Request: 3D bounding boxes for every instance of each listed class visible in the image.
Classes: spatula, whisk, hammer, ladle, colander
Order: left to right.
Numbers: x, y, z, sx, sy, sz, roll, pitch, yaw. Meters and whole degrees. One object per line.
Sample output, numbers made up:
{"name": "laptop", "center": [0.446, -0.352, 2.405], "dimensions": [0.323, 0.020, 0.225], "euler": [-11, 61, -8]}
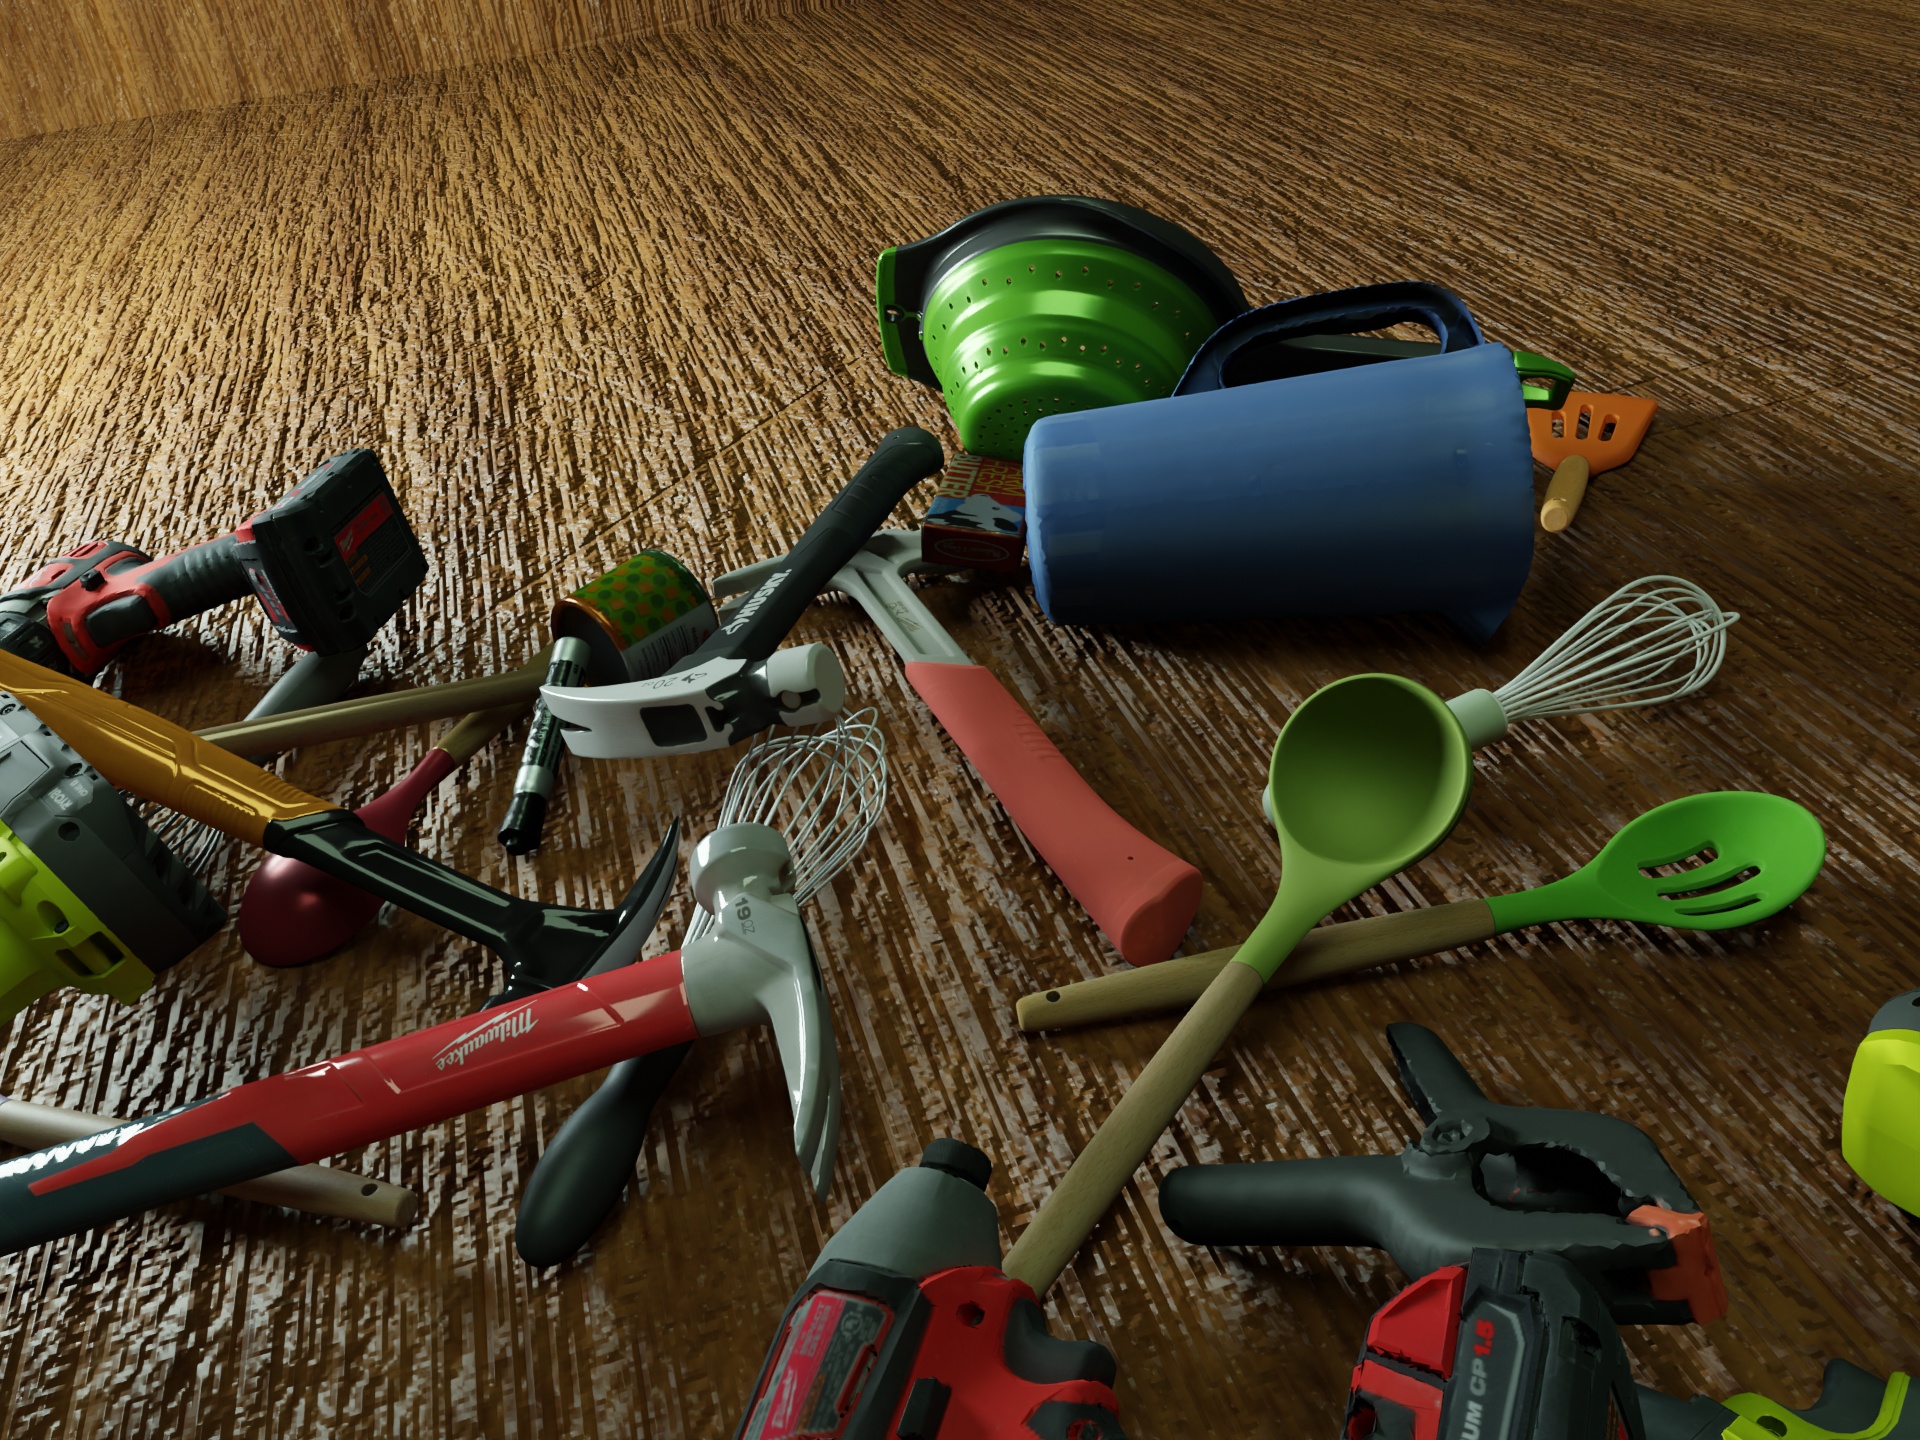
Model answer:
{"name": "spatula", "center": [-0.337, 0.155, 0.592], "dimensions": [0.316, 0.018, 0.060], "euler": [5, 37, 19]}
{"name": "whisk", "center": [-0.353, 0.016, 0.774], "dimensions": [0.055, 0.055, 0.239], "euler": [1, 31, 12]}
{"name": "hammer", "center": [-0.231, 0.148, 0.529], "dimensions": [0.386, 0.038, 0.143], "euler": [-17, 44, -3]}
{"name": "hammer", "center": [-0.286, 0.033, 0.668], "dimensions": [0.337, 0.034, 0.127], "euler": [22, 42, 11]}
{"name": "ladle", "center": [-0.239, 0.007, 0.786], "dimensions": [0.069, 0.031, 0.315], "euler": [10, 36, 19]}
{"name": "whisk", "center": [-0.096, 0.086, 0.619], "dimensions": [0.070, 0.070, 0.285], "euler": [7, 41, 19]}
{"name": "hammer", "center": [-0.079, -0.077, 0.793], "dimensions": [0.146, 0.035, 0.335], "euler": [-10, 25, 23]}
{"name": "hammer", "center": [-0.001, -0.002, 0.748], "dimensions": [0.149, 0.036, 0.359], "euler": [-17, 35, -15]}
{"name": "ladle", "center": [0.082, 0.098, 0.543], "dimensions": [0.078, 0.062, 0.320], "euler": [18, 50, 36]}
{"name": "colander", "center": [0.141, -0.181, 0.898], "dimensions": [0.397, 0.204, 0.095], "euler": [7, 62, 6]}
{"name": "whisk", "center": [0.241, -0.005, 0.704], "dimensions": [0.246, 0.058, 0.059], "euler": [-22, 2, -14]}
{"name": "spatula", "center": [0.326, -0.141, 0.846], "dimensions": [0.081, 0.041, 0.322], "euler": [9, 19, 21]}

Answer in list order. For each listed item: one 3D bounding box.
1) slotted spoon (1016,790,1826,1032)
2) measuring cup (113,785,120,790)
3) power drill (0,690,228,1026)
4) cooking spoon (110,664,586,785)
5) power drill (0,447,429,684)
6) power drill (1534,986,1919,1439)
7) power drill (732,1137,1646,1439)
{"name": "slotted spoon", "center": [0.175, 0.080, 0.607], "dimensions": [0.313, 0.031, 0.070], "euler": [-12, 34, -4]}
{"name": "measuring cup", "center": [-0.456, 0.056, 0.720], "dimensions": [0.052, 0.095, 0.174], "euler": [21, 62, 19]}
{"name": "power drill", "center": [-0.394, 0.097, 0.545], "dimensions": [0.191, 0.080, 0.228], "euler": [26, 59, 35]}
{"name": "cooking spoon", "center": [-0.326, 0.009, 0.726], "dimensions": [0.319, 0.017, 0.069], "euler": [-13, 47, -28]}
{"name": "power drill", "center": [-0.419, -0.058, 0.837], "dimensions": [0.226, 0.080, 0.188], "euler": [-14, 26, 9]}
{"name": "power drill", "center": [0.255, 0.170, 0.418], "dimensions": [0.223, 0.080, 0.171], "euler": [-31, 37, -28]}
{"name": "power drill", "center": [0.045, 0.179, 0.396], "dimensions": [0.220, 0.078, 0.143], "euler": [-2, 46, 31]}
